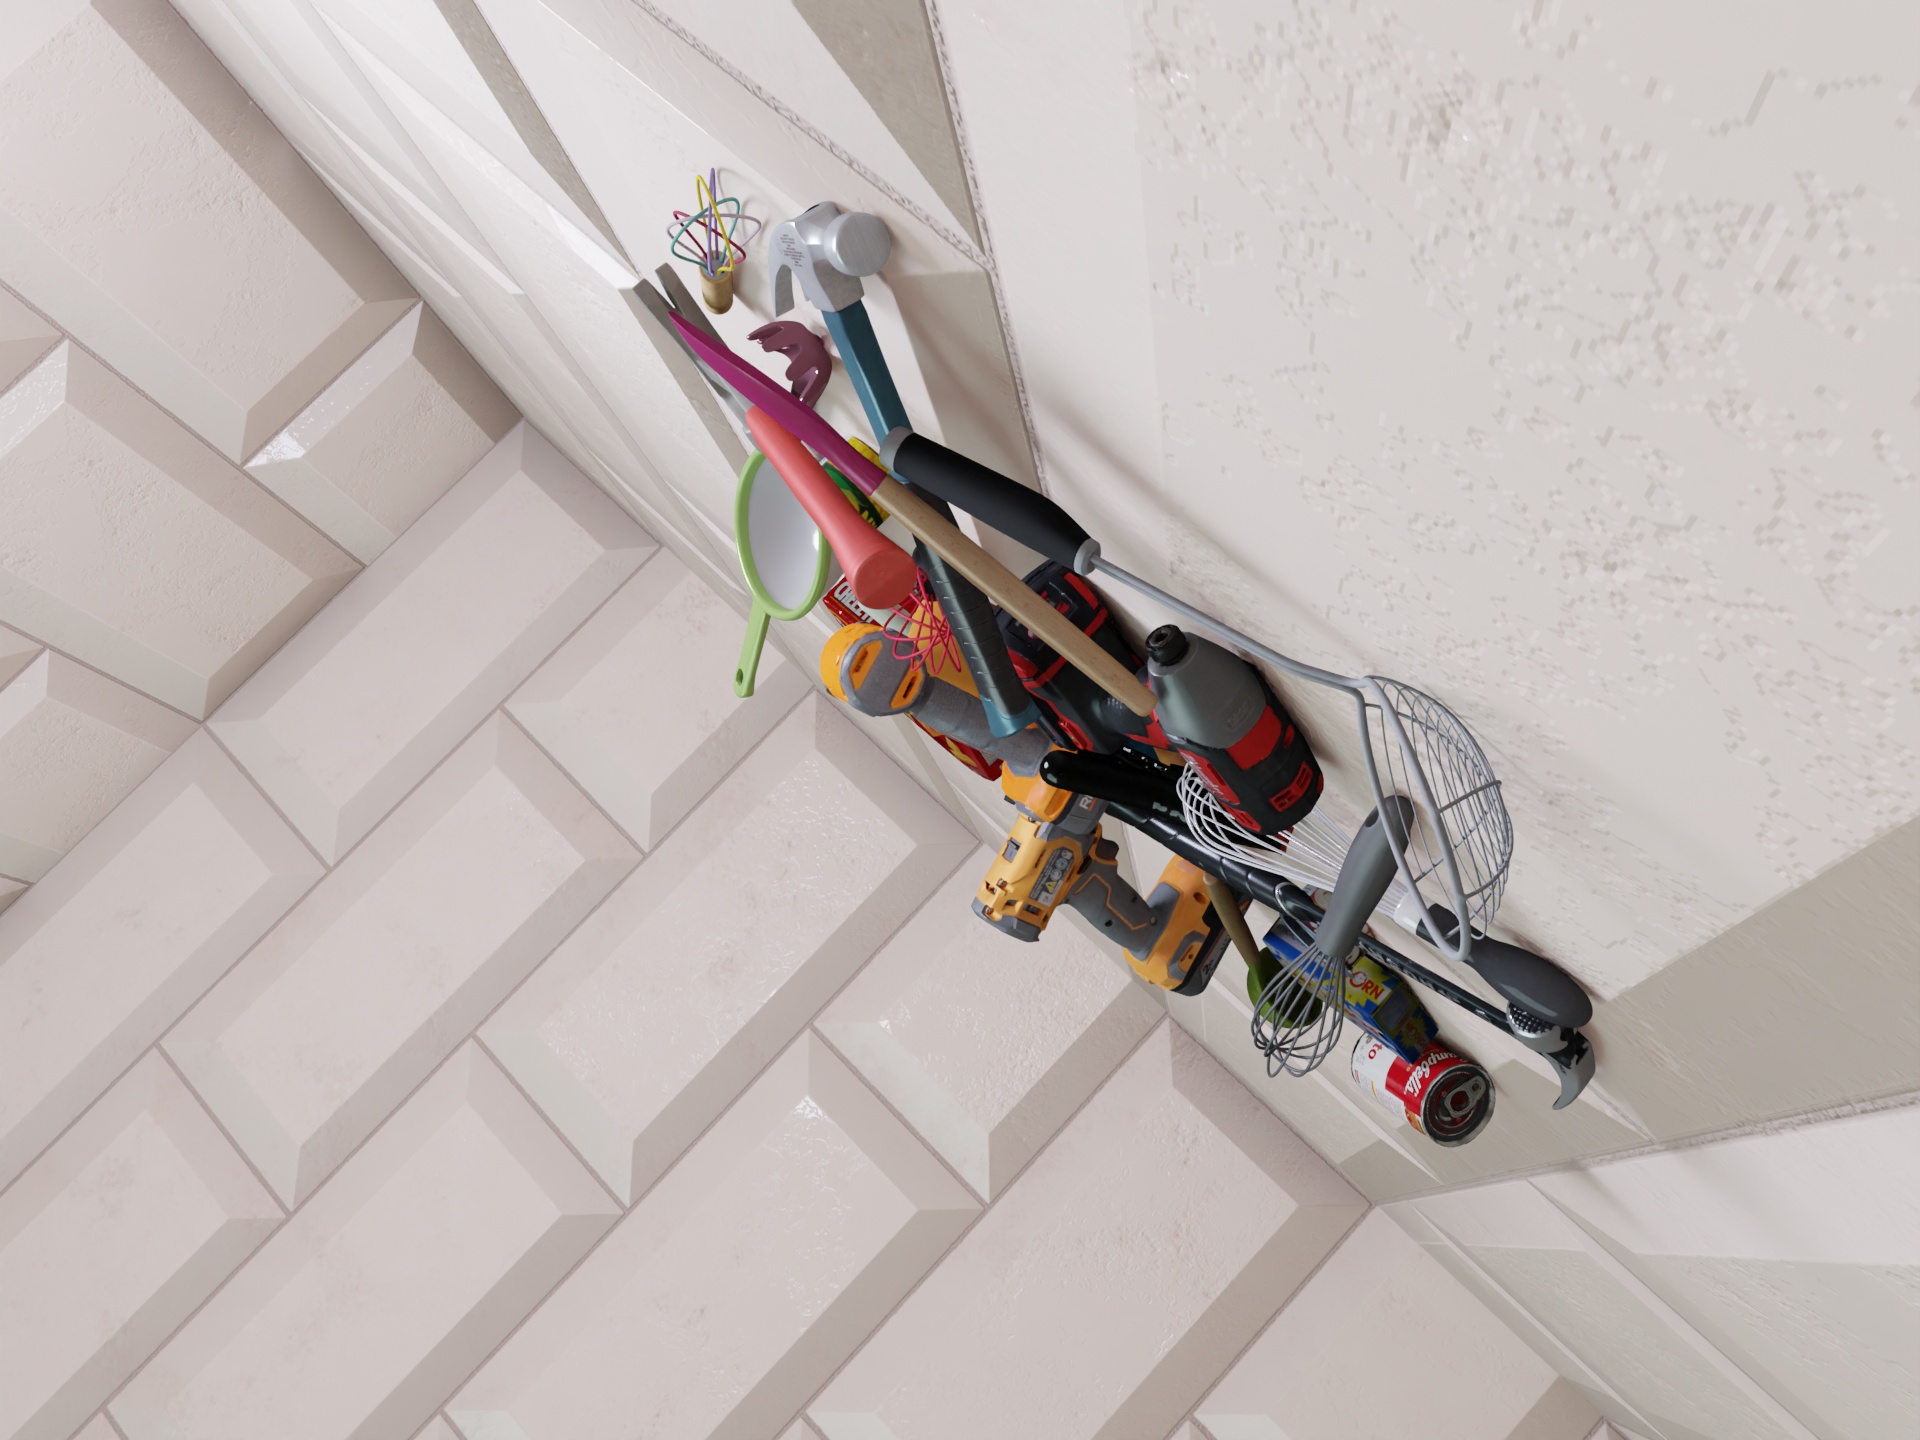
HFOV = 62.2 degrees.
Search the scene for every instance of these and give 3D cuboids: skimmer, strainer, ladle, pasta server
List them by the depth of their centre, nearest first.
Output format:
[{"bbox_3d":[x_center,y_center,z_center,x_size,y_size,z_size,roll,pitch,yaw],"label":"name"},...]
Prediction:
[{"bbox_3d":[0.094,-0.025,0.737,0.363,0.090,0.127,32,170,19],"label":"skimmer"},{"bbox_3d":[-0.119,-0.230,1.136,0.060,0.040,0.316,50,174,-4],"label":"pasta server"},{"bbox_3d":[0.250,0.185,1.326,0.319,0.062,0.078,54,-159,-57],"label":"ladle"},{"bbox_3d":[-0.143,-0.122,1.374,0.152,0.069,0.256,52,137,34],"label":"strainer"}]

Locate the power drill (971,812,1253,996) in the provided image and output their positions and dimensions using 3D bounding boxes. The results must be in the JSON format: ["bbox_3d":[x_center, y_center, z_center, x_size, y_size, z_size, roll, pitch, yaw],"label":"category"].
[{"bbox_3d":[0.139,0.119,1.333,0.226,0.185,0.084,26,-177,-29],"label":"power drill"}]

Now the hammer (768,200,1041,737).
[{"bbox_3d":[-0.022,-0.125,0.879,0.128,0.033,0.330,35,153,56],"label":"hammer"}]

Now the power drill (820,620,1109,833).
[{"bbox_3d":[-0.002,-0.004,1.197,0.226,0.084,0.164,28,179,-16],"label":"power drill"}]

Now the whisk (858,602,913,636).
[{"bbox_3d":[0.005,-0.038,1.429,0.246,0.058,0.059,39,132,4],"label":"whisk"}]

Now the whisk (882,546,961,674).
[{"bbox_3d":[-0.020,-0.090,1.122,0.073,0.073,0.296,46,-171,-13],"label":"whisk"}]

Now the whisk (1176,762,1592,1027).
[{"bbox_3d":[0.240,0.095,0.933,0.285,0.070,0.070,33,168,35],"label":"whisk"}]

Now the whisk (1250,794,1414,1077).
[{"bbox_3d":[0.213,0.128,0.911,0.055,0.055,0.238,41,141,28],"label":"whisk"}]

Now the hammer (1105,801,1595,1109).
[{"bbox_3d":[0.242,0.132,1.070,0.409,0.036,0.149,31,167,45],"label":"hammer"}]

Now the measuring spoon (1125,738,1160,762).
[{"bbox_3d":[0.122,-0.003,1.208,0.129,0.021,0.042,51,178,24],"label":"measuring spoon"}]

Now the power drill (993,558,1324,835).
[{"bbox_3d":[0.106,-0.020,0.937,0.143,0.078,0.220,48,169,-32],"label":"power drill"}]

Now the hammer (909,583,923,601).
[{"bbox_3d":[-0.078,-0.150,1.405,0.332,0.031,0.129,40,172,35],"label":"hammer"}]

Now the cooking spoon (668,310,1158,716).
[{"bbox_3d":[-0.022,-0.104,0.814,0.318,0.017,0.069,38,-171,-9],"label":"cooking spoon"}]

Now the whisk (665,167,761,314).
[{"bbox_3d":[-0.153,-0.284,0.992,0.047,0.051,0.245,39,177,-7],"label":"whisk"}]

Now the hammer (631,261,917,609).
[{"bbox_3d":[-0.110,-0.168,0.967,0.149,0.036,0.359,51,-179,-37],"label":"hammer"}]

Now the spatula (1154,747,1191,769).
[{"bbox_3d":[0.181,0.057,1.180,0.081,0.041,0.322,36,165,41],"label":"spatula"}]

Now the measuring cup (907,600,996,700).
[{"bbox_3d":[0.003,-0.031,1.300,0.095,0.052,0.173,11,146,13],"label":"measuring cup"}]
